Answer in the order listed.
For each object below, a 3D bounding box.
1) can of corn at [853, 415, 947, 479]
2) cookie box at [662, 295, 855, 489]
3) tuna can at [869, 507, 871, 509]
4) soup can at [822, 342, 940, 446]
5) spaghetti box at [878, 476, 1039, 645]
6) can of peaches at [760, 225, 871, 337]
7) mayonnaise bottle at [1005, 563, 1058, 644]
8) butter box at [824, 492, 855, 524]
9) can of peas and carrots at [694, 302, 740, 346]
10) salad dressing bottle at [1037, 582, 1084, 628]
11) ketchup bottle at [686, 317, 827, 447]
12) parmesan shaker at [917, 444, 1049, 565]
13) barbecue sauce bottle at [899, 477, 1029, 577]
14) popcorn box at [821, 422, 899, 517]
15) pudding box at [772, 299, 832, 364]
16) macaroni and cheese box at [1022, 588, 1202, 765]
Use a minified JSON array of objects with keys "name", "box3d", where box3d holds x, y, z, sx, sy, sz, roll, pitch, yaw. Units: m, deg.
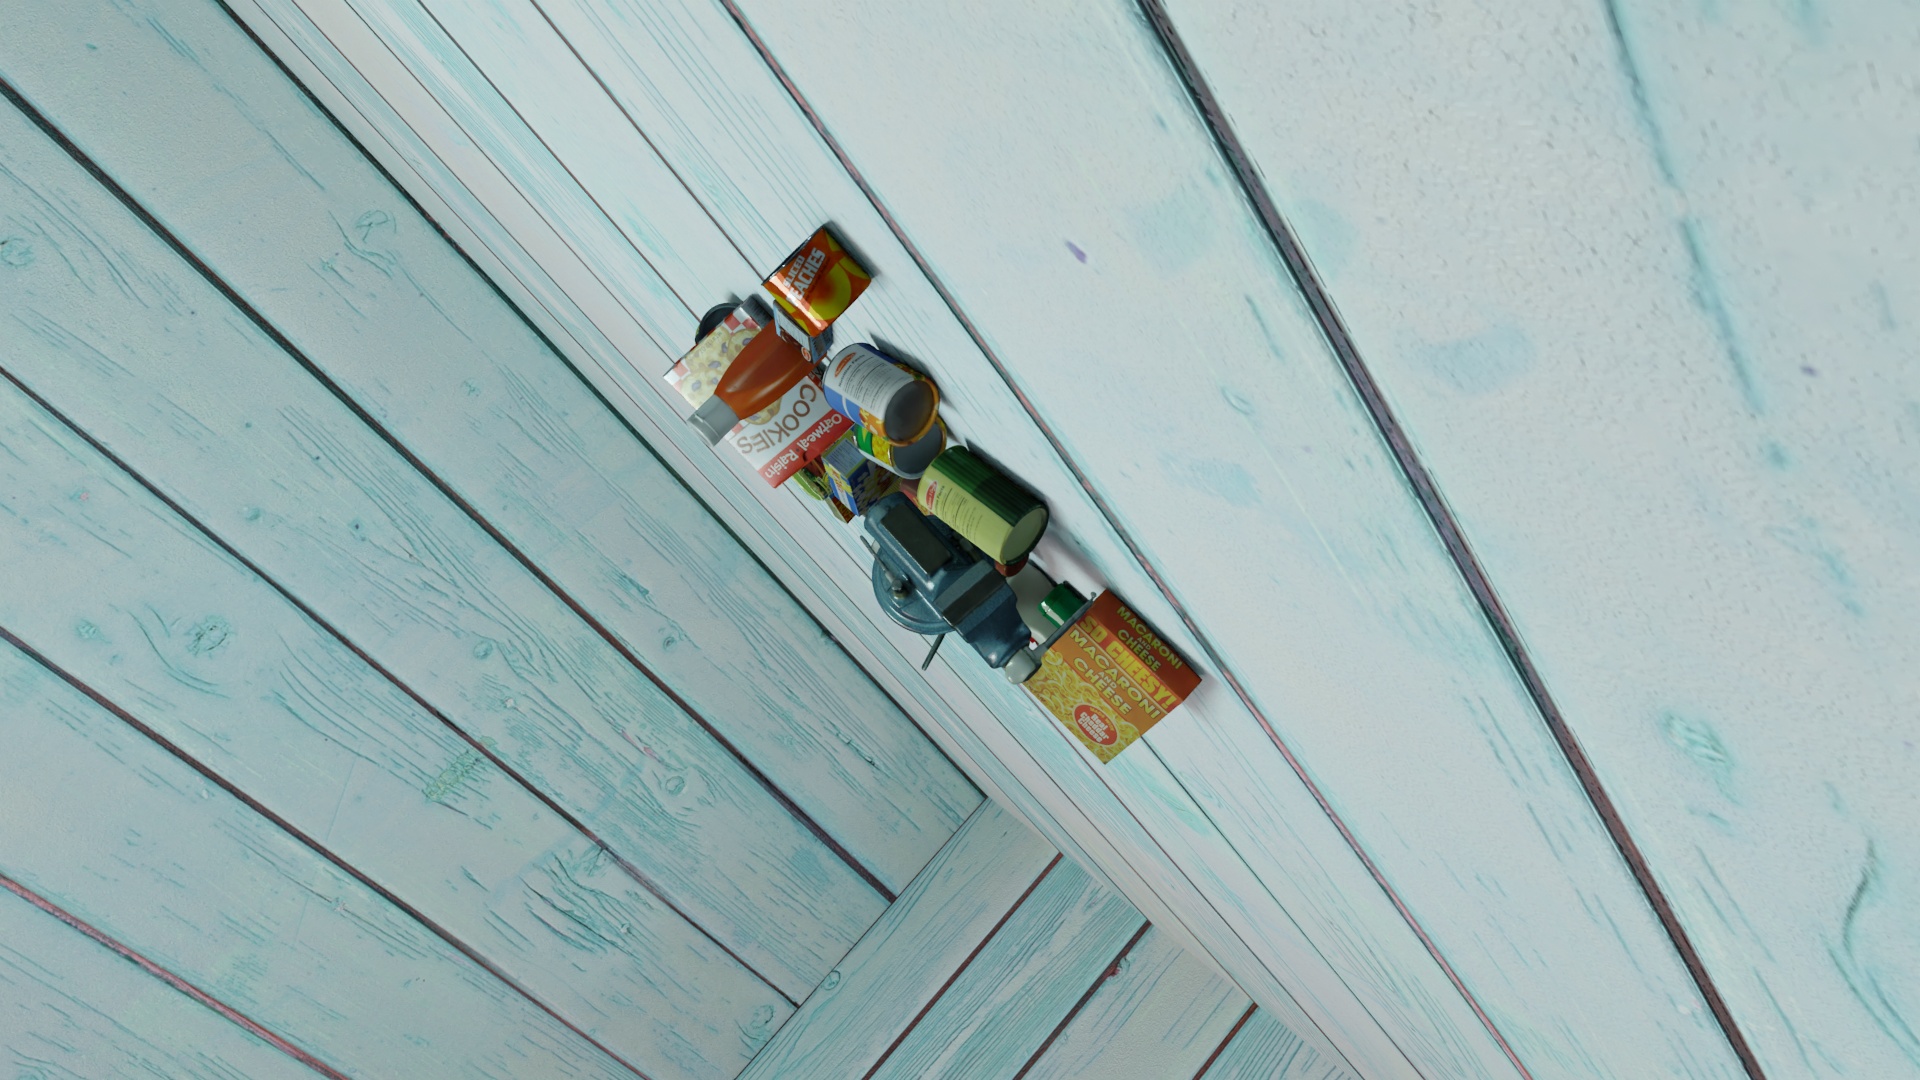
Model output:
[{"name":"can of corn","box3d":[-0.054,-0.097,1.265,0.058,0.071,0.071,30,163,46]},{"name":"cookie box","box3d":[-0.206,-0.151,1.447,0.167,0.122,0.040,47,-155,-15]},{"name":"tuna can","box3d":[-0.107,-0.047,1.716,0.071,0.033,0.071,41,168,11]},{"name":"soup can","box3d":[-0.067,-0.125,1.200,0.084,0.071,0.071,34,165,39]},{"name":"spaghetti box","box3d":[0.006,0.011,1.491,0.250,0.050,0.028,42,170,5]},{"name":"can of peaches","box3d":[-0.111,-0.199,1.072,0.058,0.071,0.071,46,168,-15]},{"name":"mayonnaise bottle","box3d":[0.101,0.090,1.428,0.148,0.065,0.041,40,168,-2]},{"name":"butter box","box3d":[-0.148,-0.066,1.738,0.024,0.053,0.103,34,166,28]},{"name":"can of peas and carrots","box3d":[-0.253,-0.218,1.494,0.071,0.071,0.058,46,169,-11]},{"name":"salad dressing bottle","box3d":[0.142,0.105,1.381,0.148,0.044,0.064,43,160,7]},{"name":"ketchup bottle","box3d":[-0.201,-0.154,1.345,0.065,0.149,0.043,38,166,26]},{"name":"parmesan shaker","box3d":[0.021,-0.029,1.242,0.103,0.071,0.071,37,167,26]},{"name":"barbecue sauce bottle","box3d":[0.005,-0.018,1.405,0.149,0.044,0.064,37,166,28]},{"name":"popcorn box","box3d":[-0.091,-0.081,1.397,0.038,0.085,0.126,42,169,12]},{"name":"pudding box","box3d":[-0.147,-0.201,1.290,0.050,0.030,0.083,41,169,5]},{"name":"macaroni and cheese box","box3d":[0.140,0.132,1.333,0.124,0.040,0.165,44,144,6]}]
